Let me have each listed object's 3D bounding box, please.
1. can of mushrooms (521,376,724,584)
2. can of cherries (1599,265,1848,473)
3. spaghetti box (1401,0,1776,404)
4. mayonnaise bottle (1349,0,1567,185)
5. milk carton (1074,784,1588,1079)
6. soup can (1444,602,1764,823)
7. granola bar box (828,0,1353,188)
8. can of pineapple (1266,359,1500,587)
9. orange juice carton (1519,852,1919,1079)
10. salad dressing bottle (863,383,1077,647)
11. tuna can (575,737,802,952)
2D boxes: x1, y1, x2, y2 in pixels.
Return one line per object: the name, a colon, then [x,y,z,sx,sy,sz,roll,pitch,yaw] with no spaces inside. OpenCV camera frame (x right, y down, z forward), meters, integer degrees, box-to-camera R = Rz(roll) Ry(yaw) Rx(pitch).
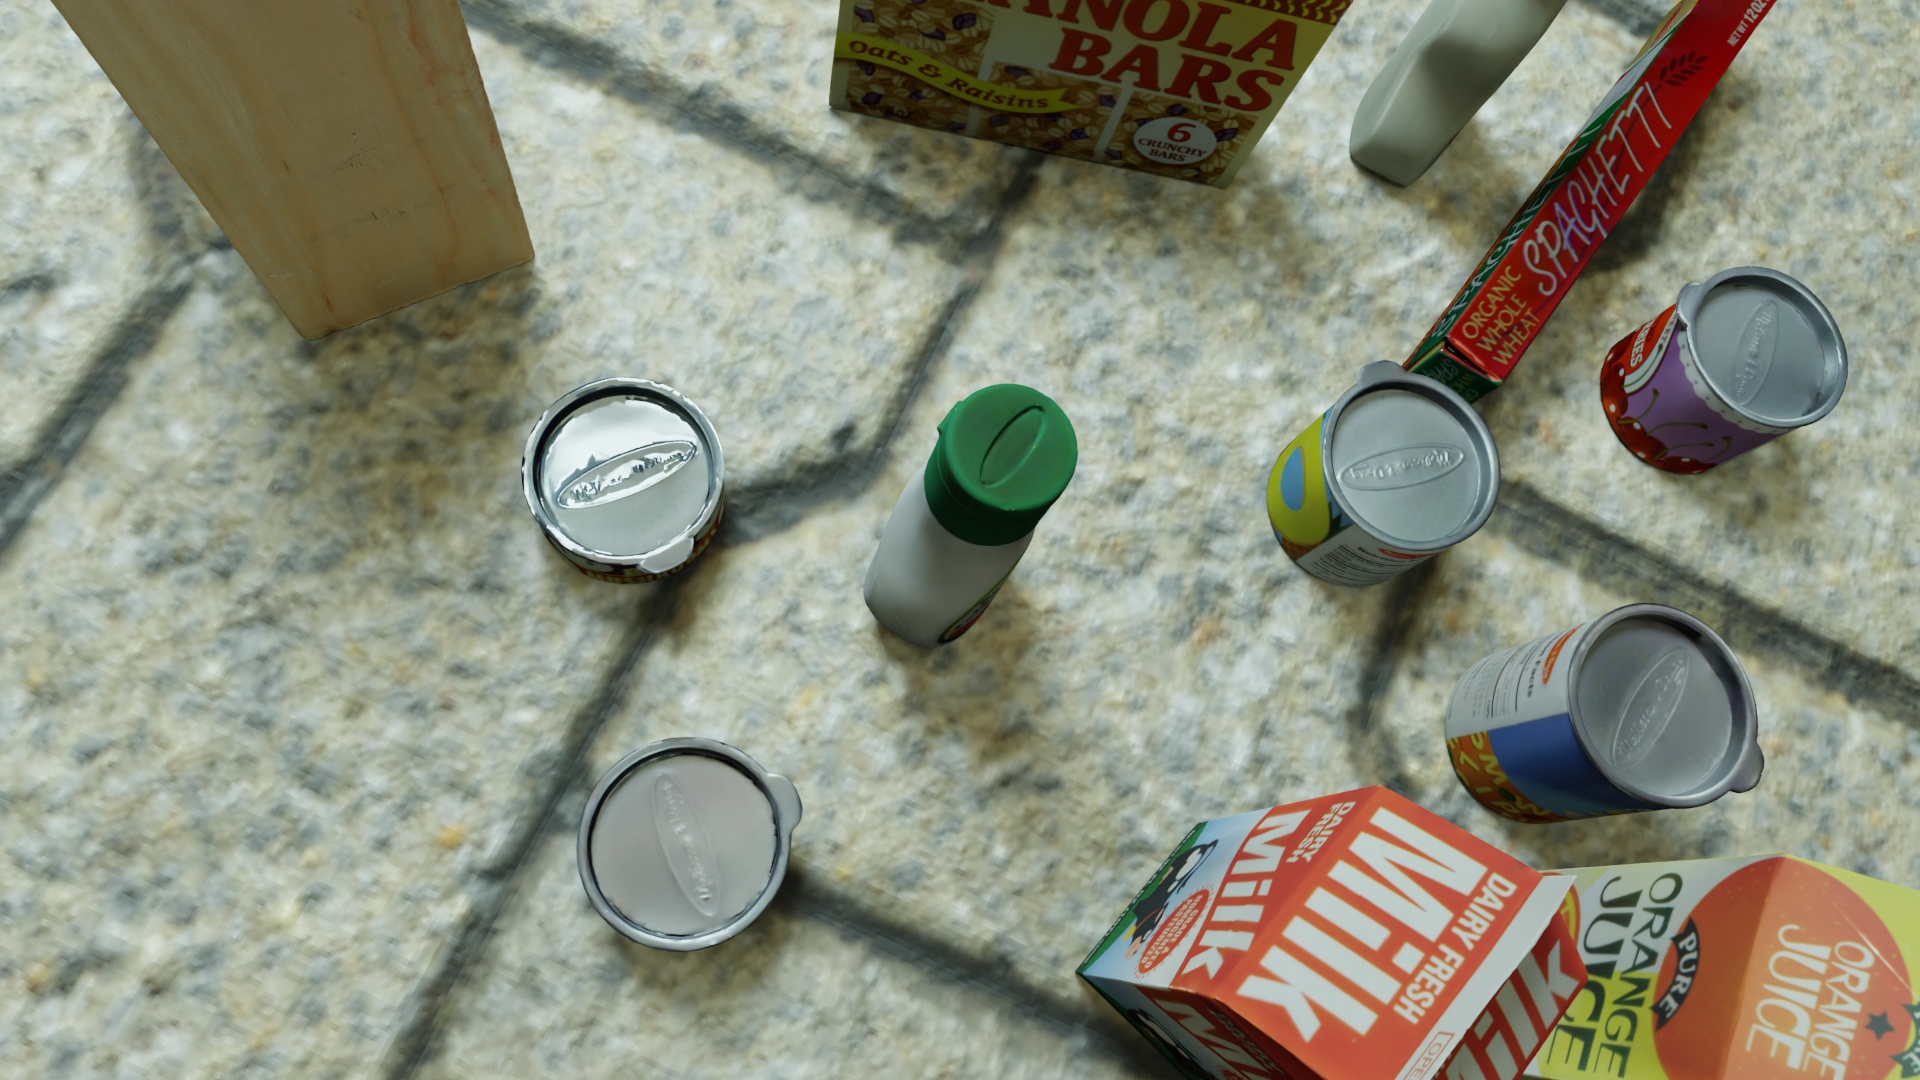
can of mushrooms: [-0.114,-0.018,0.477,0.071,0.033,0.071,3,74,-9]
can of cherries: [0.296,-0.067,0.547,0.071,0.058,0.071,3,74,-9]
spaghetti box: [0.258,-0.147,0.568,0.029,0.050,0.251,39,72,3]
mayonnaise bottle: [0.198,-0.195,0.521,0.041,0.147,0.065,30,72,0]
milk carton: [0.101,0.123,0.390,0.073,0.190,0.072,43,72,4]
soup can: [0.220,0.065,0.483,0.071,0.083,0.071,3,74,-9]
granola bar box: [0.040,-0.191,0.506,0.166,0.124,0.039,10,73,-6]
can of pineapple: [0.153,-0.022,0.510,0.071,0.057,0.071,3,74,-9]
orange juice carton: [0.222,0.142,0.403,0.073,0.192,0.072,29,72,-1]
salad dressing bottle: [0.002,-0.005,0.433,0.044,0.147,0.064,37,72,2]
tuna can: [-0.086,0.097,0.449,0.071,0.032,0.071,3,74,-9]
